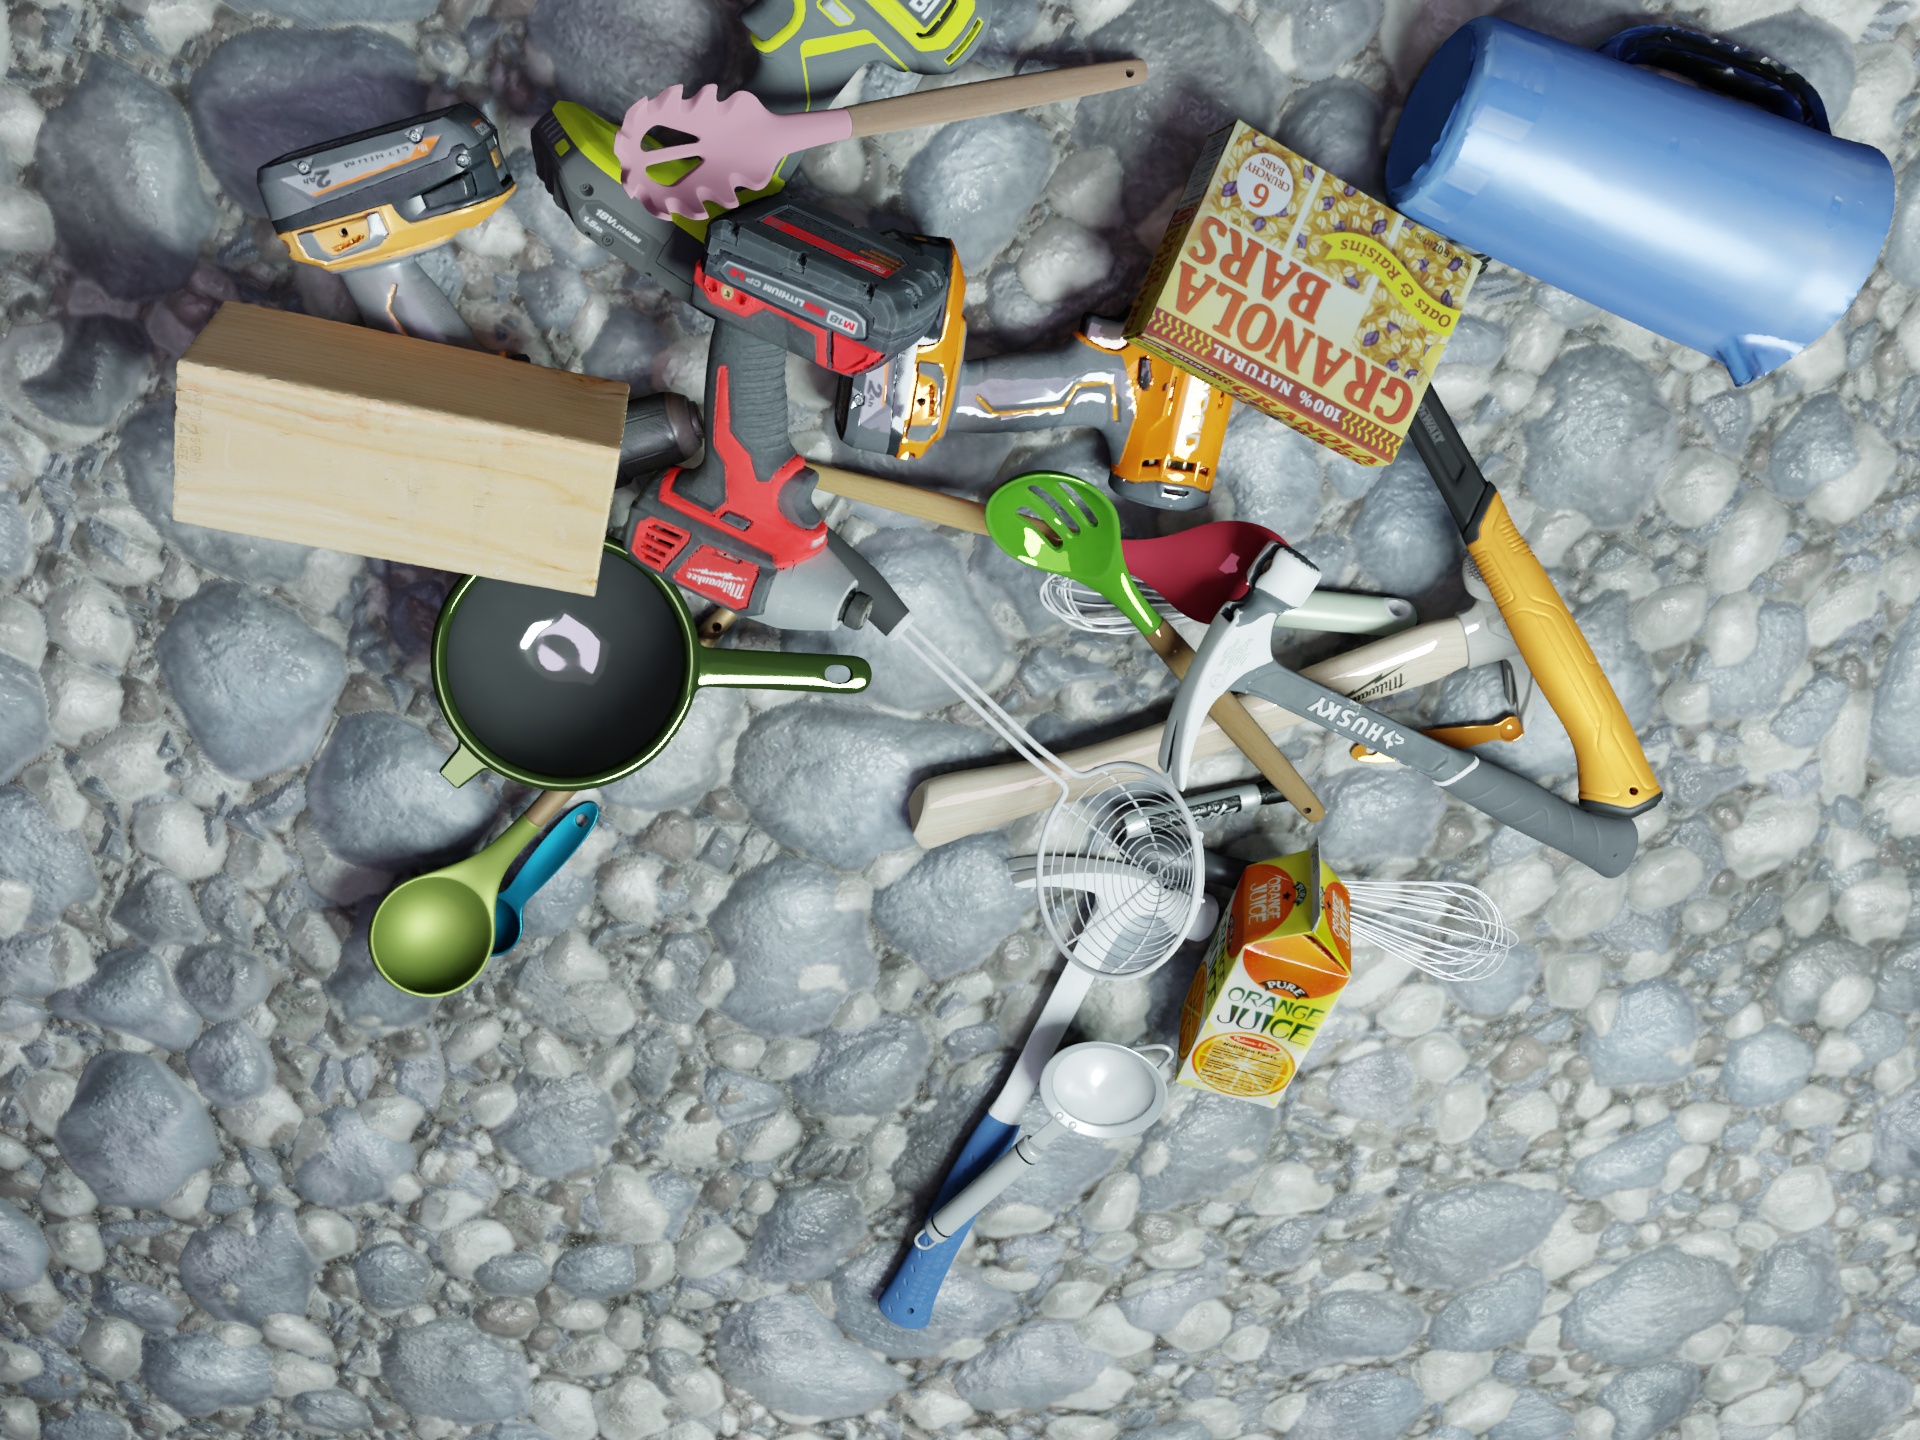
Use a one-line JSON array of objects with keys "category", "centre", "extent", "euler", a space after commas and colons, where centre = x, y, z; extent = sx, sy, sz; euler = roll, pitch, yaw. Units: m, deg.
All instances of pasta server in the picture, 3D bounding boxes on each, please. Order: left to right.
[{"category": "pasta server", "centre": [-0.031, -0.309, 0.810], "extent": [0.316, 0.040, 0.060], "euler": [-20, 116, -24]}]

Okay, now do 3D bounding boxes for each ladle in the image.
[{"category": "ladle", "centre": [-0.250, 0.048, 0.993], "extent": [0.078, 0.062, 0.320], "euler": [41, 98, -22]}, {"category": "ladle", "centre": [0.043, -0.113, 0.938], "extent": [0.315, 0.031, 0.069], "euler": [15, 121, 5]}]

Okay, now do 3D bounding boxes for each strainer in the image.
[{"category": "strainer", "centre": [-0.184, -0.035, 0.953], "extent": [0.256, 0.069, 0.151], "euler": [2, 94, -20]}, {"category": "strainer", "centre": [0.053, 0.290, 1.102], "extent": [0.086, 0.050, 0.258], "euler": [40, 110, -13]}]

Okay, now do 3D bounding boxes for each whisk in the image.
[{"category": "whisk", "centre": [0.170, -0.073, 0.996], "extent": [0.246, 0.058, 0.059], "euler": [4, 147, -10]}, {"category": "whisk", "centre": [0.242, 0.119, 1.079], "extent": [0.284, 0.070, 0.070], "euler": [15, 111, -5]}]

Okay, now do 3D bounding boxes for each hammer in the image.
[{"category": "hammer", "centre": [0.030, 0.271, 1.133], "extent": [0.144, 0.035, 0.405], "euler": [20, 110, -13]}, {"category": "hammer", "centre": [0.166, 0.011, 1.022], "extent": [0.410, 0.038, 0.146], "euler": [-19, 136, 8]}, {"category": "hammer", "centre": [0.293, 0.029, 0.991], "extent": [0.408, 0.036, 0.149], "euler": [23, 109, -32]}, {"category": "hammer", "centre": [0.318, -0.101, 0.916], "extent": [0.127, 0.034, 0.337], "euler": [-26, 84, 5]}]

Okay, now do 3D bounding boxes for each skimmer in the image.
[{"category": "skimmer", "centre": [-0.001, -0.003, 0.932], "extent": [0.363, 0.090, 0.127], "euler": [44, 123, -2]}]

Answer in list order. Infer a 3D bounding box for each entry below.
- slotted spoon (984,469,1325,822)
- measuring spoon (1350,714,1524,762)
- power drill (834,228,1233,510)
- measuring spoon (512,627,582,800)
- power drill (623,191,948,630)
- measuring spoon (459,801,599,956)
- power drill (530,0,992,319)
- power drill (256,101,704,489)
[{"category": "slotted spoon", "centre": [0.126, -0.038, 0.940], "extent": [0.070, 0.031, 0.313], "euler": [-28, 121, 31]}, {"category": "measuring spoon", "centre": [0.318, 0.012, 1.062], "extent": [0.117, 0.011, 0.021], "euler": [-9, 118, 3]}, {"category": "power drill", "centre": [0.052, -0.215, 0.904], "extent": [0.226, 0.084, 0.164], "euler": [6, 112, -12]}, {"category": "measuring spoon", "centre": [-0.257, -0.004, 1.004], "extent": [0.034, 0.018, 0.124], "euler": [-12, 121, -12]}, {"category": "power drill", "centre": [-0.091, -0.150, 0.843], "extent": [0.143, 0.079, 0.219], "euler": [26, 124, 6]}, {"category": "measuring spoon", "centre": [-0.278, 0.101, 1.046], "extent": [0.042, 0.021, 0.128], "euler": [42, 95, 0]}, {"category": "power drill", "centre": [-0.110, -0.334, 0.812], "extent": [0.223, 0.080, 0.171], "euler": [-47, 140, 15]}, {"category": "power drill", "centre": [-0.257, -0.215, 0.877], "extent": [0.185, 0.084, 0.226], "euler": [-15, 118, 2]}]
